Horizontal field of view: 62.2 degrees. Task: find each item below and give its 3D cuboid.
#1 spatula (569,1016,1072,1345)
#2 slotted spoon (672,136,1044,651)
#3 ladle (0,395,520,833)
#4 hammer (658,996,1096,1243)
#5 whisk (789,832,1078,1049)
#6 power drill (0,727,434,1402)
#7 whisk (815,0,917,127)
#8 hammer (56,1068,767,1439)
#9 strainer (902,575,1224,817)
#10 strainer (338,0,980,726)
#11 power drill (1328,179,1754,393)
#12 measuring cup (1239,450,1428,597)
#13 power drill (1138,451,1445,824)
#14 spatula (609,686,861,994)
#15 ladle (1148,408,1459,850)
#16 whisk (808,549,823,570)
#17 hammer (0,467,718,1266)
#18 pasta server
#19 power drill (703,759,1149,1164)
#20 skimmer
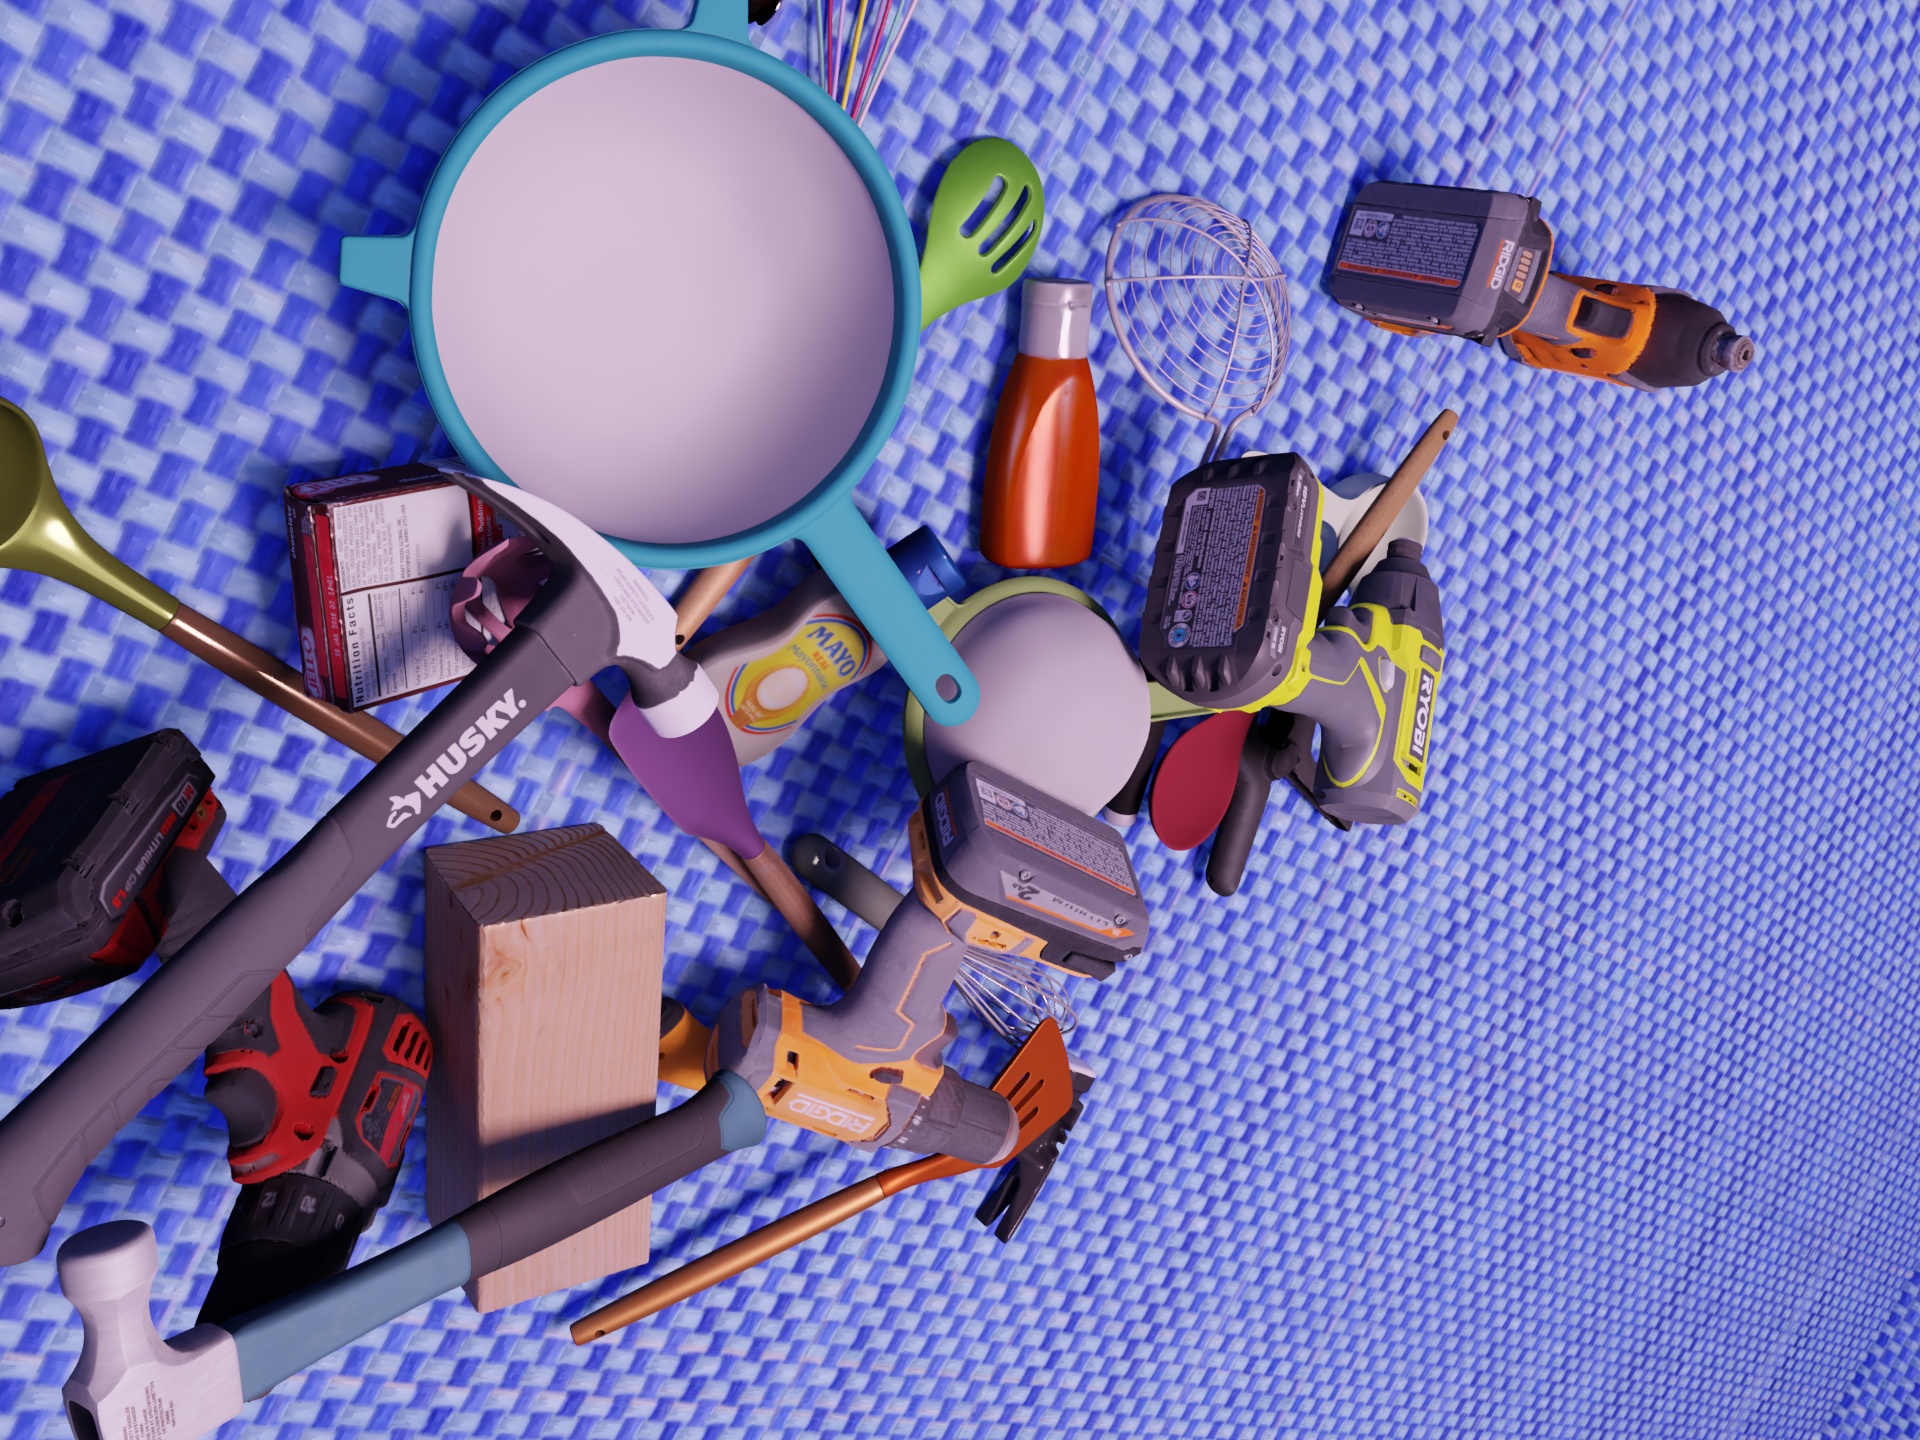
[{"bbox_3d":[-0.072,0.274,0.918,0.322,0.041,0.081,-23,125,-13],"label":"spatula"},{"bbox_3d":[-0.054,-0.155,0.784,0.314,0.031,0.070,-53,132,-3],"label":"slotted spoon"},{"bbox_3d":[-0.298,-0.025,0.650,0.078,0.062,0.319,-53,132,-5],"label":"ladle"},{"bbox_3d":[-0.060,0.227,0.939,0.336,0.034,0.127,25,93,-39],"label":"hammer"},{"bbox_3d":[-0.013,0.133,0.928,0.246,0.059,0.058,41,47,-35],"label":"whisk"},{"bbox_3d":[-0.306,0.138,0.638,0.080,0.188,0.226,-17,124,12],"label":"power drill"},{"bbox_3d":[-0.056,-0.272,0.723,0.051,0.047,0.245,-1,113,-36],"label":"whisk"},{"bbox_3d":[-0.199,0.215,0.663,0.331,0.033,0.128,-14,104,-54],"label":"hammer"},{"bbox_3d":[0.095,-0.004,0.858,0.256,0.069,0.151,-7,102,-29],"label":"strainer"},{"bbox_3d":[-0.098,-0.132,0.707,0.211,0.095,0.340,-41,122,-9],"label":"strainer"},{"bbox_3d":[0.350,-0.248,0.942,0.226,0.164,0.084,7,106,-35],"label":"power drill"},{"bbox_3d":[0.221,-0.133,0.983,0.167,0.038,0.083,21,99,-34],"label":"measuring cup"},{"bbox_3d":[0.199,-0.052,0.882,0.223,0.080,0.171,26,71,-46],"label":"power drill"},{"bbox_3d":[-0.096,0.077,0.818,0.060,0.018,0.315,-65,148,-29],"label":"spatula"},{"bbox_3d":[0.209,-0.058,0.970,0.069,0.031,0.315,33,92,-39],"label":"ladle"},{"bbox_3d":[0.000,-0.003,0.869,0.070,0.070,0.284,-44,123,-12],"label":"whisk"},{"bbox_3d":[-0.236,0.052,0.576,0.335,0.035,0.146,-49,131,-23],"label":"hammer"},{"bbox_3d":[-0.143,0.021,0.754,0.315,0.040,0.060,56,50,-49],"label":"pasta server"},{"bbox_3d":[0.001,0.144,0.824,0.185,0.084,0.226,27,118,-27],"label":"power drill"},{"bbox_3d":[0.110,-0.109,0.918,0.127,0.090,0.363,-13,127,-36],"label":"skimmer"}]
